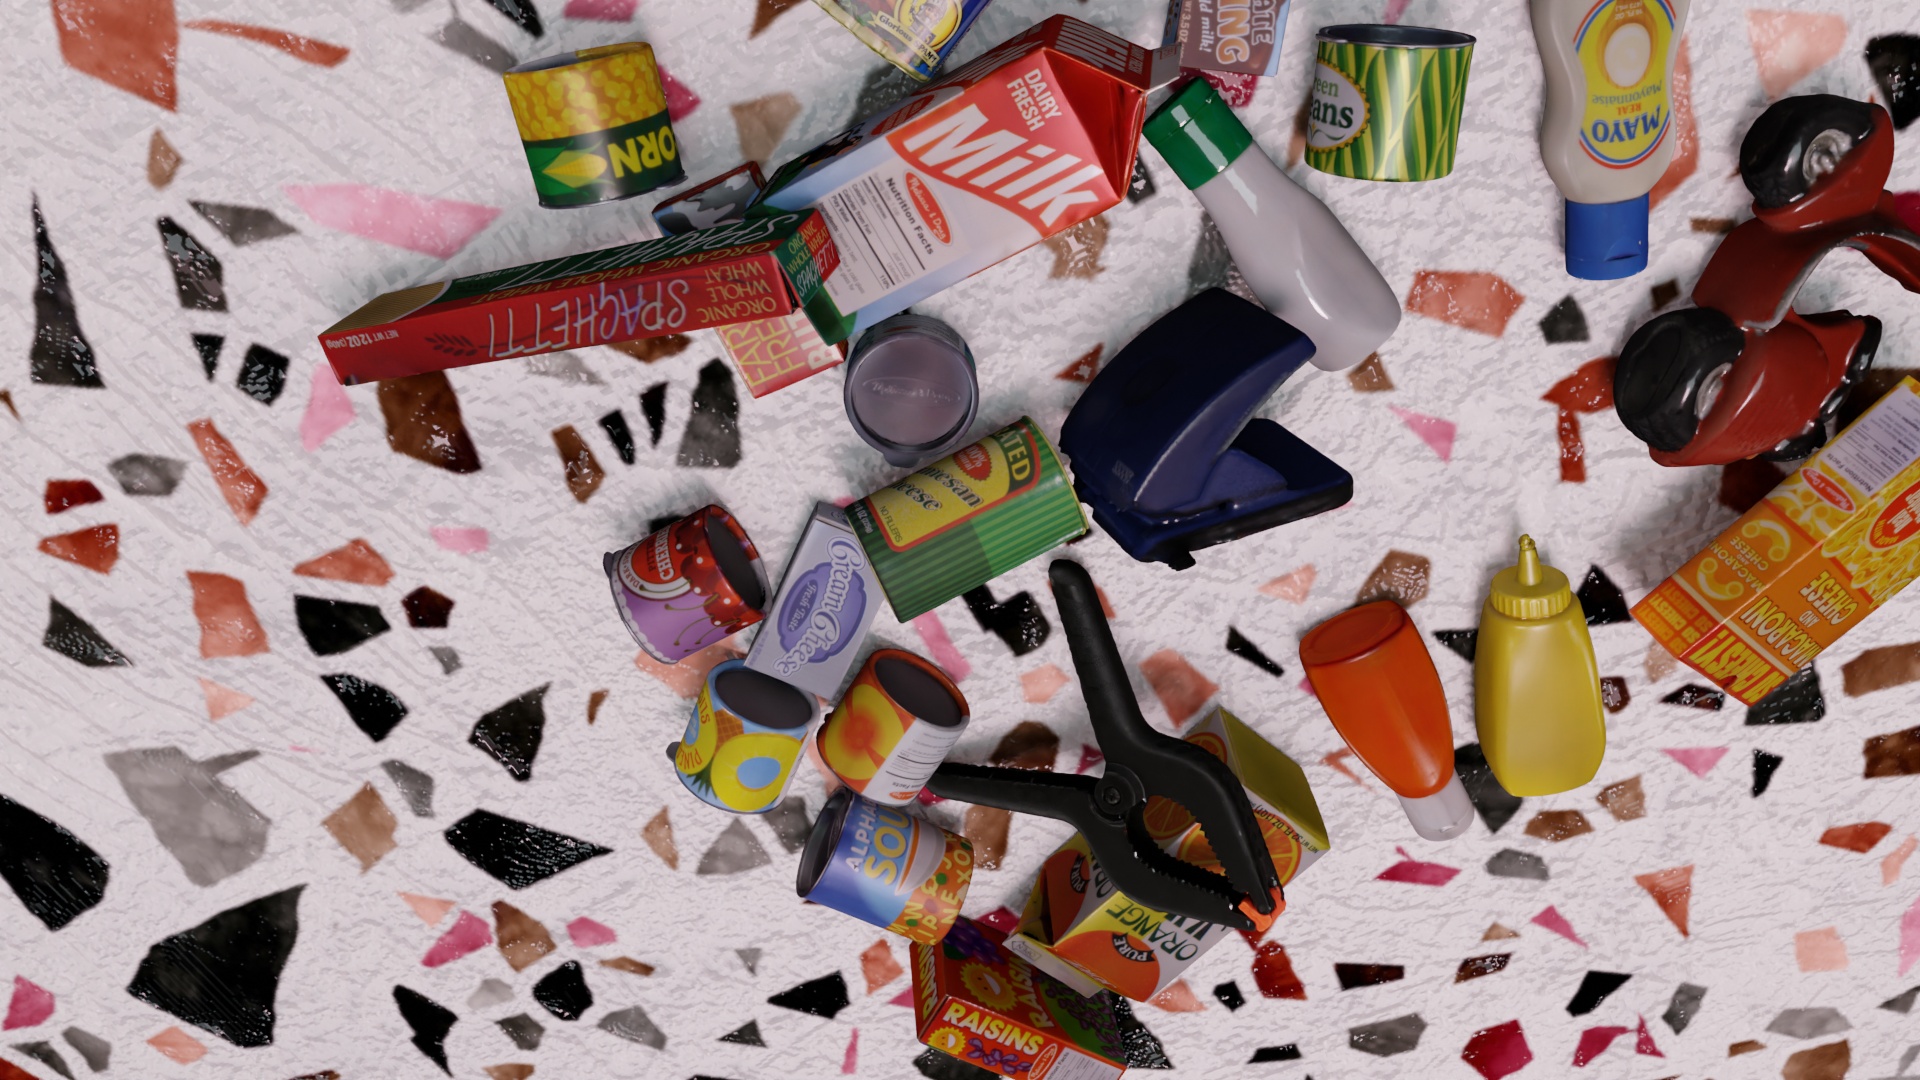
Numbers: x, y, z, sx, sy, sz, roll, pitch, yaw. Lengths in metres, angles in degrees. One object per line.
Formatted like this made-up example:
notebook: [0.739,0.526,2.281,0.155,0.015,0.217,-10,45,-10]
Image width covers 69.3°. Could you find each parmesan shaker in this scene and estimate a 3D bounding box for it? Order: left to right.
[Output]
parmesan shaker: [0.002,-0.009,0.686,0.103,0.071,0.071,-27,115,-5]

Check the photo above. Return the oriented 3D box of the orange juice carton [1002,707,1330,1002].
orange juice carton: [0.113,0.195,0.803,0.072,0.073,0.192,37,111,-19]

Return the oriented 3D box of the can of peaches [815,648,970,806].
can of peaches: [-0.038,0.099,0.758,0.071,0.071,0.058,29,113,-15]

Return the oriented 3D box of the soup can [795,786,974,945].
soup can: [-0.042,0.186,0.799,0.084,0.071,0.071,25,114,-14]

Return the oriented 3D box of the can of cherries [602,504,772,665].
can of cherries: [-0.139,0.021,0.713,0.058,0.072,0.071,-26,114,11]

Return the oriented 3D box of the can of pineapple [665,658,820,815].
can of pineapple: [-0.118,0.106,0.757,0.071,0.071,0.057,20,114,-11]

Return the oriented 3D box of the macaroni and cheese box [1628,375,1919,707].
macaroni and cheese box: [0.439,0.008,0.708,0.123,0.040,0.166,23,117,-43]

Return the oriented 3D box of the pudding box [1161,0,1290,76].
pudding box: [0.120,-0.248,0.606,0.050,0.030,0.083,5,117,-4]

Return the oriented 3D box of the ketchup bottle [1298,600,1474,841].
ketchup bottle: [0.246,0.106,0.778,0.064,0.044,0.148,-26,114,12]

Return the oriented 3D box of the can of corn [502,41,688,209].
can of corn: [-0.159,-0.183,0.611,0.071,0.071,0.058,-9,116,3]

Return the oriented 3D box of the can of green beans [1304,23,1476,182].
can of green beans: [0.189,-0.194,0.615,0.071,0.071,0.057,1,117,-2]

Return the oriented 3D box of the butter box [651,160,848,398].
butter box: [-0.099,-0.124,0.667,0.053,0.024,0.103,-22,115,10]

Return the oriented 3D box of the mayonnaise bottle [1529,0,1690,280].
mayonnaise bottle: [0.294,-0.194,0.631,0.065,0.041,0.147,-11,116,3]

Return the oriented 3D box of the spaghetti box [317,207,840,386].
spaghetti box: [-0.173,-0.106,0.616,0.250,0.050,0.028,-5,122,23]

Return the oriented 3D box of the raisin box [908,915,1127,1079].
raisin box: [0.032,0.281,0.837,0.123,0.086,0.040,27,107,-14]

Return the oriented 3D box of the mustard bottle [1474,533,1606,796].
mustard bottle: [0.313,0.064,0.756,0.065,0.049,0.159,-12,116,4]

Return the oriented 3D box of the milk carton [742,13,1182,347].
milk carton: [0.009,-0.165,0.606,0.190,0.073,0.073,-23,115,21]

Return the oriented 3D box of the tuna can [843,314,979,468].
tuna can: [-0.024,-0.074,0.688,0.071,0.033,0.070,0,117,-1]

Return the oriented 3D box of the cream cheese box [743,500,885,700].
cream cheese box: [-0.073,0.033,0.746,0.053,0.024,0.103,22,114,-12]

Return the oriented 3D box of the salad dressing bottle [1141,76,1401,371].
salad dressing bottle: [0.143,-0.146,0.644,0.147,0.064,0.044,47,138,-13]
